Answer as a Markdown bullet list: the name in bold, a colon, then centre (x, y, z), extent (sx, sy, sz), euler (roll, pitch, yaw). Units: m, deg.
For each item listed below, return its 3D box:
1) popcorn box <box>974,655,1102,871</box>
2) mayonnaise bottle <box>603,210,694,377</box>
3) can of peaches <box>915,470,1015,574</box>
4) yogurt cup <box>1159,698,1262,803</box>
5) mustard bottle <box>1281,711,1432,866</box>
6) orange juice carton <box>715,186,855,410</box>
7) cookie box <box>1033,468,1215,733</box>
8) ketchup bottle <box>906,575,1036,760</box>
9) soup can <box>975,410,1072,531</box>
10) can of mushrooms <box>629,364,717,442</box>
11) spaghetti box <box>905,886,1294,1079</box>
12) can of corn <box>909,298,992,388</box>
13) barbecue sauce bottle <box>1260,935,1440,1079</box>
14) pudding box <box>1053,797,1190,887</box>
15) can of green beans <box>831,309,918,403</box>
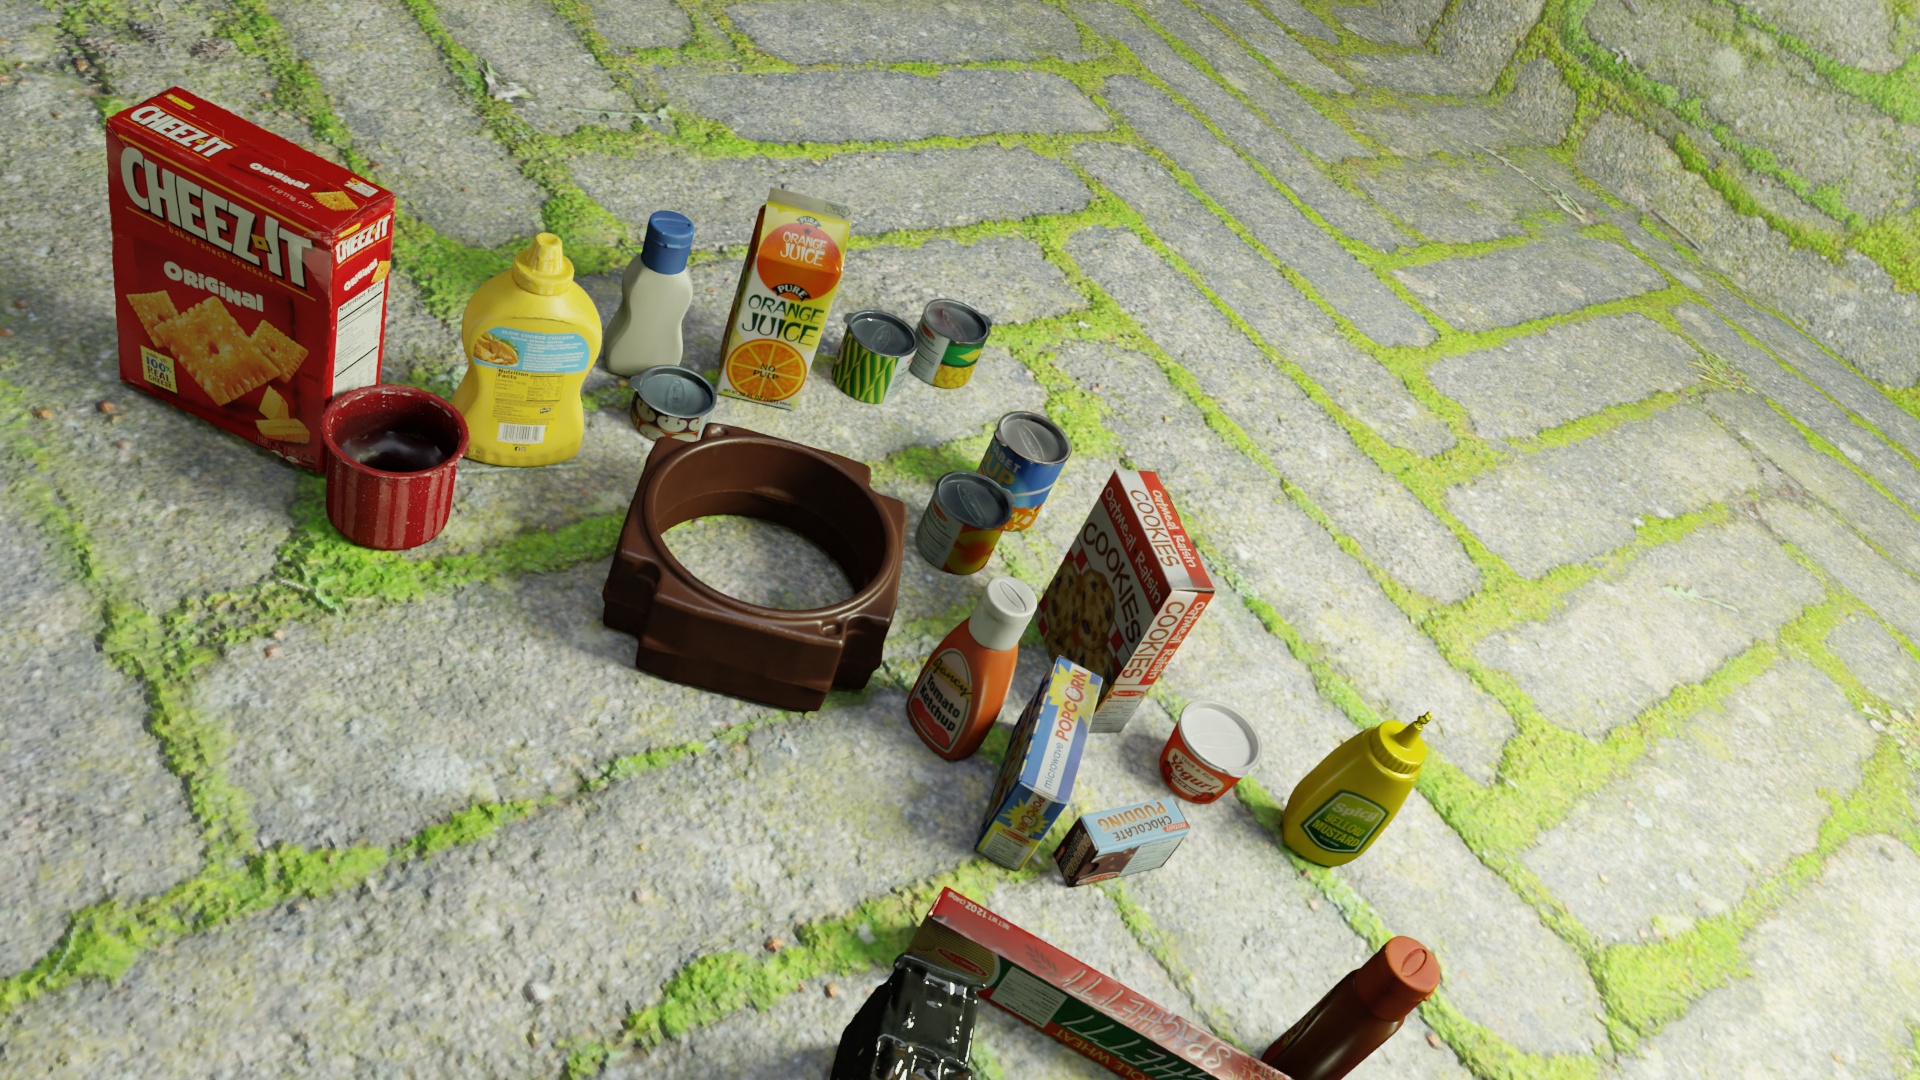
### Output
- **popcorn box**: centre (0.055, 0.154, 0.966), extent (0.038, 0.084, 0.127), euler (25, 40, -1)
- **mayonnaise bottle**: centre (-0.250, -0.199, 1.138), extent (0.065, 0.147, 0.041), euler (2, 45, -25)
- **can of peaches**: centre (0.004, -0.014, 1.140), extent (0.071, 0.057, 0.071), euler (14, 41, -13)
- **yogurt cup**: centre (0.186, 0.162, 1.049), extent (0.072, 0.053, 0.073), euler (14, 41, -13)
- **mustard bottle**: centre (0.294, 0.175, 1.008), extent (0.065, 0.159, 0.049), euler (25, 40, -1)
- **orange juice carton**: centre (-0.148, -0.208, 1.165), extent (0.072, 0.191, 0.073), euler (12, 42, -16)
- **cookie box**: centre (0.120, 0.047, 1.050), extent (0.040, 0.166, 0.123), euler (3, 45, -25)
- **ketchup bottle**: centre (0.010, 0.086, 0.966), extent (0.044, 0.148, 0.065), euler (-18, 56, -39)
- **soup can**: centre (0.047, -0.059, 1.190), extent (0.071, 0.083, 0.072), euler (15, 41, -13)
- **can of mushrooms**: centre (-0.238, -0.112, 1.139), extent (0.071, 0.033, 0.071), euler (14, 41, -13)
- **spaghetti box**: centre (0.086, 0.295, 0.858), extent (0.250, 0.049, 0.029), euler (28, 40, 3)
- **can of corn**: centre (-0.011, -0.186, 1.316), extent (0.071, 0.058, 0.071), euler (14, 41, -13)
- **barbecue sauce bottle**: centre (0.241, 0.298, 0.859), extent (0.065, 0.147, 0.044), euler (-23, 60, -42)
- **pudding box**: centre (0.112, 0.209, 0.964), extent (0.084, 0.049, 0.030), euler (-4, 49, -31)
- **can of green beans**: centre (-0.078, -0.166, 1.261), extent (0.071, 0.057, 0.071), euler (14, 41, -13)
